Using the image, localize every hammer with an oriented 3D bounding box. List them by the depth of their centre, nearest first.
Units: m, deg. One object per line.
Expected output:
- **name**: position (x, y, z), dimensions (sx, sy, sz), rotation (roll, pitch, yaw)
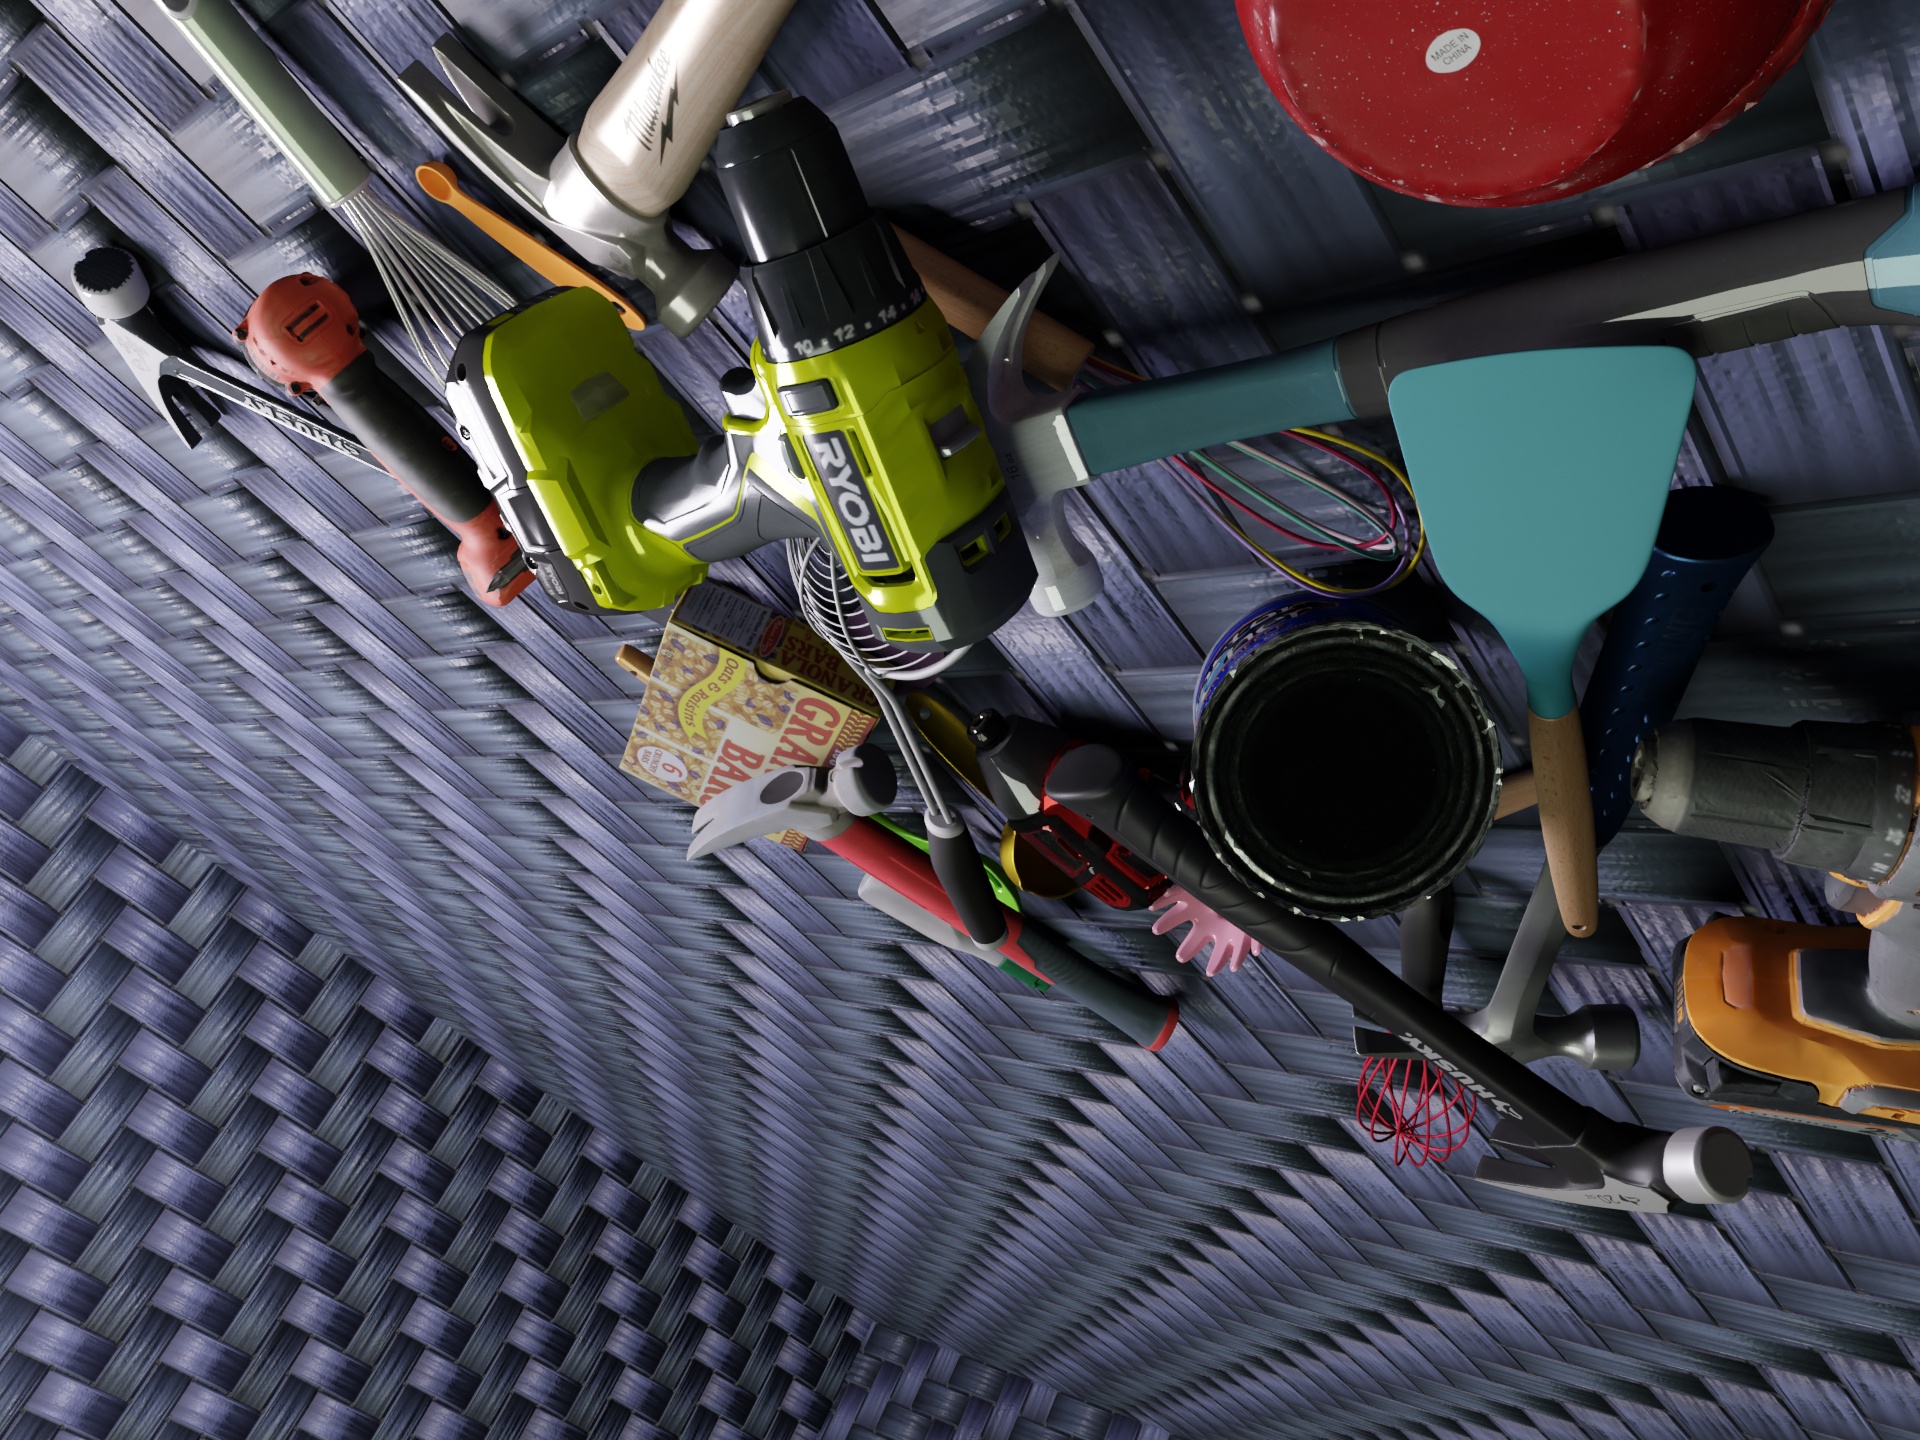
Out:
- **hammer**: position (-0.061, -0.254, 0.486), dimensions (0.146, 0.038, 0.410), rotation (40, 151, -18)
- **hammer**: position (0.137, -0.110, 0.501), dimensions (0.331, 0.033, 0.128), rotation (-6, 122, 37)
- **hammer**: position (0.257, 0.055, 0.681), dimensions (0.144, 0.035, 0.405), rotation (-1, 144, 7)
- **hammer**: position (0.178, 0.118, 0.719), dimensions (0.334, 0.035, 0.146), rotation (36, 157, -6)
- **hammer**: position (-0.322, -0.140, 0.940), dimensions (0.409, 0.036, 0.149), rotation (26, 155, 5)
- **hammer**: position (0.007, 0.131, 1.000), dimensions (0.143, 0.038, 0.385), rotation (-20, 140, 33)

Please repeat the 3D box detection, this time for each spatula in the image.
- **spatula**: position (0.212, -0.003, 0.559), dimensions (0.082, 0.044, 0.317), rotation (-1, 148, 24)
- **spatula**: position (-0.081, -0.003, 0.964), dimensions (0.059, 0.018, 0.316), rotation (31, 153, -11)

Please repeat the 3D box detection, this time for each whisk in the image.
- **whisk**: position (0.066, -0.123, 0.595), dimensions (0.245, 0.051, 0.047), rotation (32, 133, 3)
- **whisk**: position (-0.270, -0.234, 0.720), dimensions (0.058, 0.059, 0.246), rotation (-27, 124, 15)
- **whisk**: position (0.261, 0.173, 0.901), dimensions (0.073, 0.073, 0.295), rotation (15, 145, 25)

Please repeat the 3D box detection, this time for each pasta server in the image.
- **pasta server**: position (0.195, 0.074, 0.810), dimensions (0.060, 0.040, 0.316), rotation (49, 150, -2)

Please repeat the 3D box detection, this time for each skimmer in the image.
- **skimmer**: position (-0.001, -0.003, 0.788), dimensions (0.127, 0.090, 0.362), rotation (35, 159, 34)

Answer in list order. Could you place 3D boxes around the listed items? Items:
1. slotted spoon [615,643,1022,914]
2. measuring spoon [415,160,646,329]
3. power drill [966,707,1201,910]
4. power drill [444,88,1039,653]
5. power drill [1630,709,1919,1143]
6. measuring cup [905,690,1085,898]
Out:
- **slotted spoon**: position (-0.082, 0.042, 1.000), dimensions (0.313, 0.031, 0.070), rotation (35, 151, -21)
- **measuring spoon**: position (-0.190, -0.213, 0.714), dimensions (0.116, 0.011, 0.021), rotation (33, 154, -17)
- **power drill**: position (0.102, 0.035, 0.795), dimensions (0.143, 0.078, 0.220), rotation (42, 154, -22)
- **power drill**: position (-0.091, -0.119, 0.598), dimensions (0.228, 0.080, 0.190), rotation (2, 125, 42)
- **power drill**: position (0.335, 0.076, 0.605), dimensions (0.185, 0.084, 0.226), rotation (8, 146, 12)
- **measuring cup**: position (0.018, 0.040, 0.916), dimensions (0.156, 0.062, 0.029), rotation (47, 164, -17)
